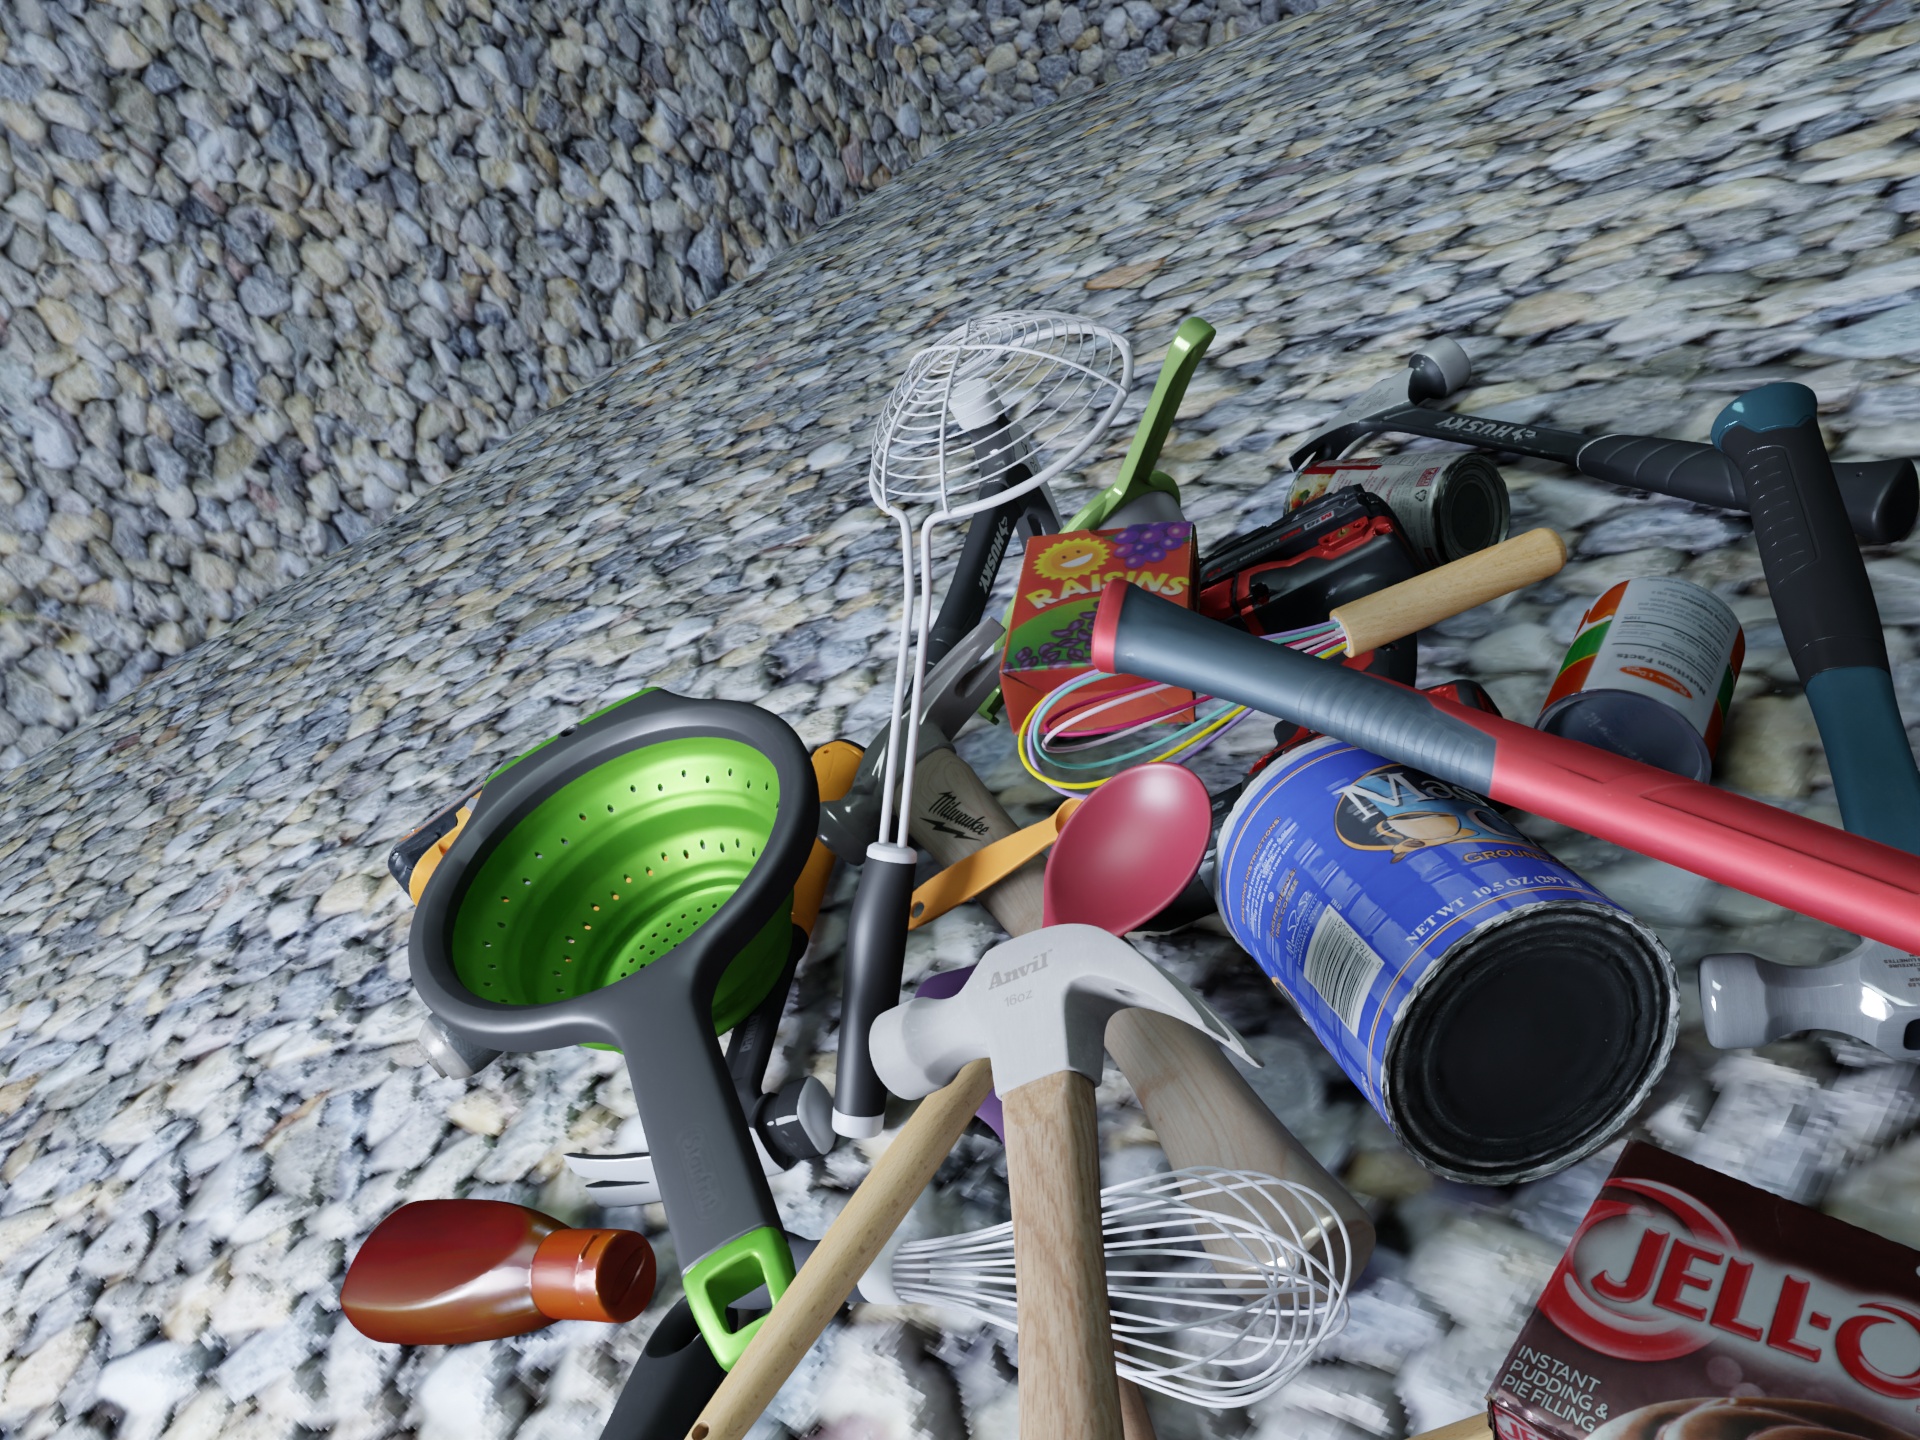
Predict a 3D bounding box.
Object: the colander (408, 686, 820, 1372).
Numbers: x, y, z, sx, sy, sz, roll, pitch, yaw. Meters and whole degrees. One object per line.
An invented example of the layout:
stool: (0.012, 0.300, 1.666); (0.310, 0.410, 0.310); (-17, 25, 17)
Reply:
colander: (-0.118, 0.130, 0.687); (0.204, 0.094, 0.398); (-30, 36, -4)

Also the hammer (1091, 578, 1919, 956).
hammer: (0.199, 0.013, 0.517); (0.143, 0.038, 0.387); (-18, 29, -37)

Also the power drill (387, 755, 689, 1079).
power drill: (-0.268, 0.115, 0.954); (0.185, 0.084, 0.226); (-41, 32, -22)

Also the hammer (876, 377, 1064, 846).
hammer: (0.001, -0.057, 0.980); (0.035, 0.146, 0.335); (-9, 42, 29)

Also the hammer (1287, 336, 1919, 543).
hammer: (0.338, -0.148, 0.879); (0.149, 0.036, 0.409); (-34, 26, -10)

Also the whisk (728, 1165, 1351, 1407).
whisk: (0.002, 0.184, 0.533); (0.284, 0.070, 0.070); (-14, 28, 39)

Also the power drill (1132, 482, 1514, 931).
power drill: (0.150, -0.001, 0.747); (0.188, 0.080, 0.227); (-26, 28, 21)

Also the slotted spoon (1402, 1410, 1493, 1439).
slotted spoon: (0.069, 0.232, 0.438); (0.314, 0.031, 0.070); (-23, 70, 3)

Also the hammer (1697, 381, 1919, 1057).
hammer: (0.321, -0.022, 0.583); (0.128, 0.033, 0.331); (-5, 43, 20)

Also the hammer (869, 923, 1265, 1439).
hammer: (0.031, 0.199, 0.406); (0.130, 0.031, 0.332); (-31, 43, 30)

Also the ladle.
ladle: (0.003, 0.126, 0.553); (0.069, 0.031, 0.315); (3, 41, 41)

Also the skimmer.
skimmer: (-0.001, -0.002, 0.694); (0.127, 0.363, 0.090); (9, 3, 44)

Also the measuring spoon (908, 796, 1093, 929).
measuring spoon: (0.014, 0.065, 0.690); (0.117, 0.011, 0.021); (-33, 44, 31)

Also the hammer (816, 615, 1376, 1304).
hammer: (0.049, 0.082, 0.670); (0.146, 0.038, 0.411); (-50, 32, 3)

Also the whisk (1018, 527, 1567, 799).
whisk: (0.138, -0.032, 0.667); (0.245, 0.051, 0.047); (-22, 28, -3)

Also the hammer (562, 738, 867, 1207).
hammer: (-0.098, 0.111, 0.835); (0.127, 0.034, 0.337); (-19, 27, 18)

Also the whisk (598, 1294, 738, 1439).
whisk: (-0.138, 0.295, 0.507); (0.073, 0.073, 0.296); (-16, 22, 26)

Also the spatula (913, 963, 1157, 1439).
spatula: (0.028, 0.177, 0.599); (0.060, 0.018, 0.316); (-13, 24, -7)

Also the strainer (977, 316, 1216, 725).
strainer: (0.103, -0.093, 0.846); (0.069, 0.256, 0.151); (41, 51, 19)
